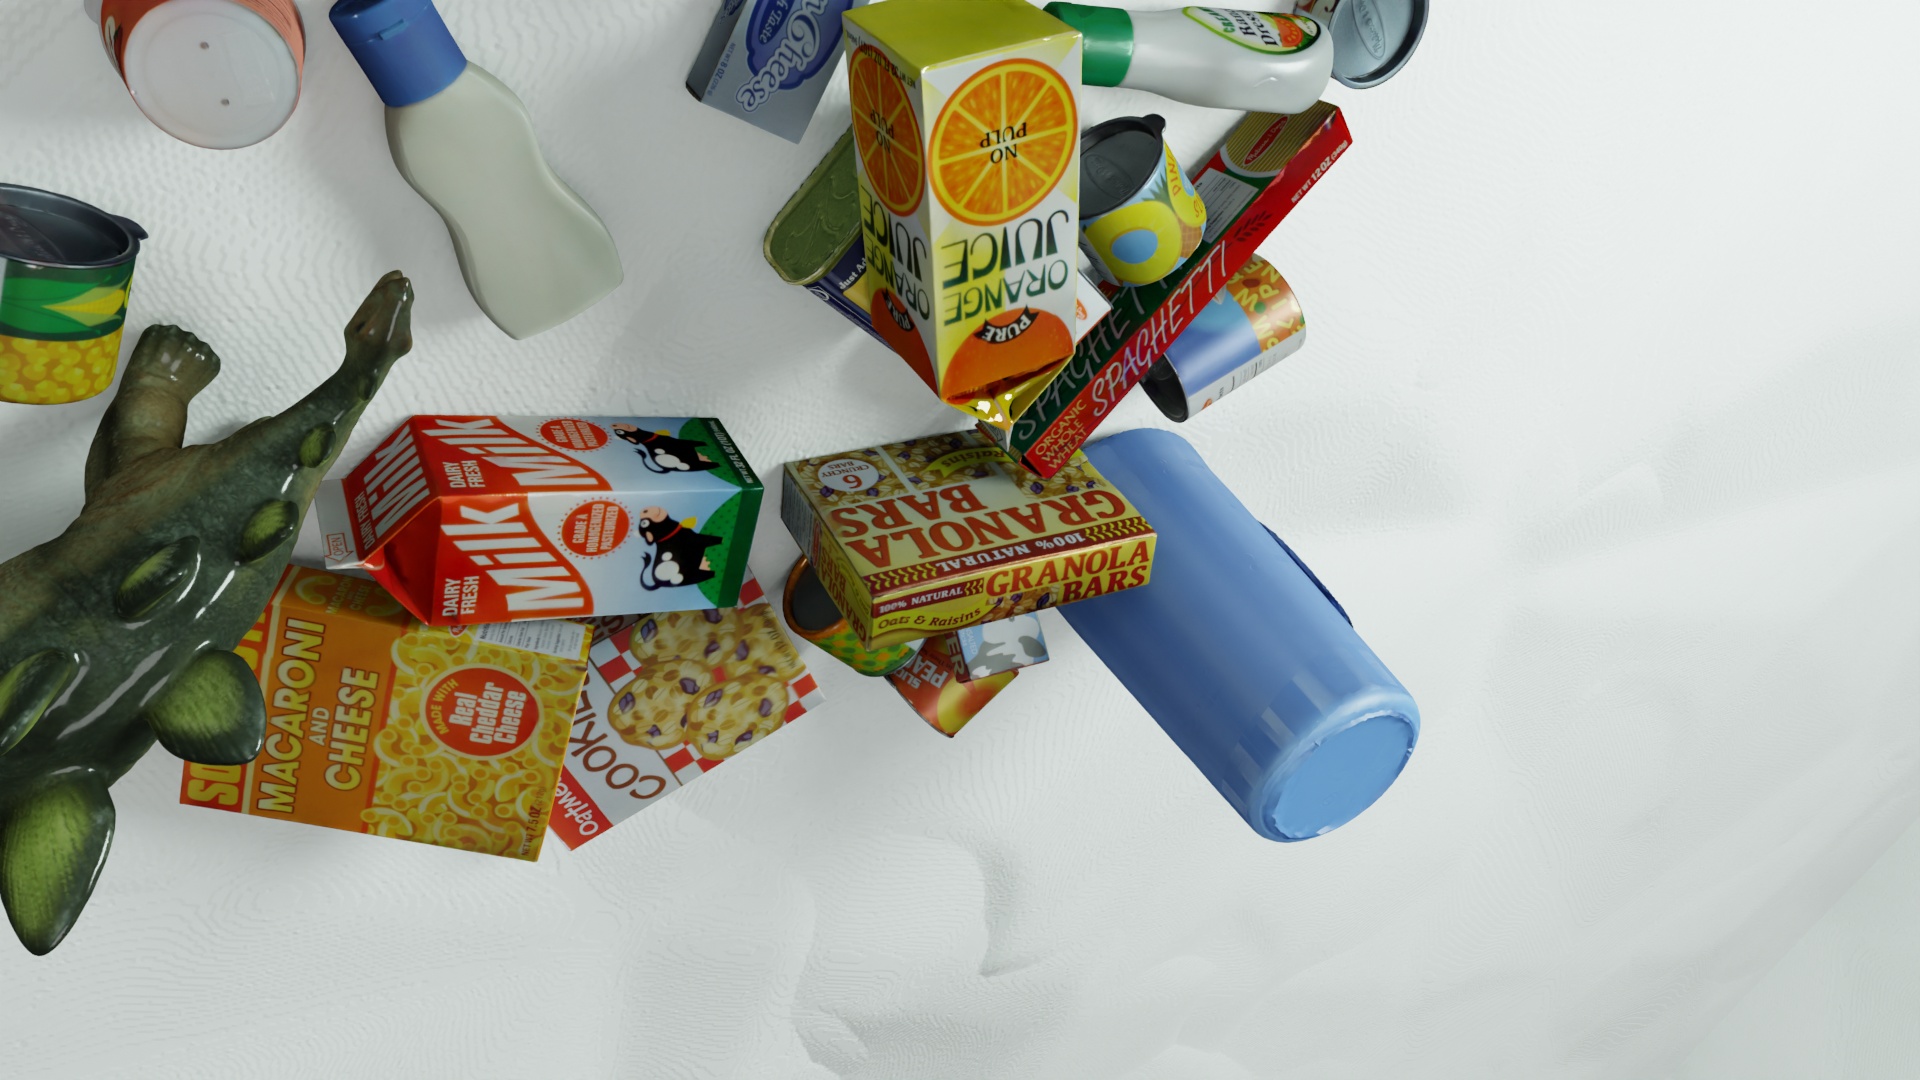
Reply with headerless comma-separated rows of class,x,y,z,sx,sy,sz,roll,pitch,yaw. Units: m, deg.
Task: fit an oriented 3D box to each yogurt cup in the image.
yogurt cup,-0.270,-0.176,0.499,0.072,0.054,0.072,-17,131,-21

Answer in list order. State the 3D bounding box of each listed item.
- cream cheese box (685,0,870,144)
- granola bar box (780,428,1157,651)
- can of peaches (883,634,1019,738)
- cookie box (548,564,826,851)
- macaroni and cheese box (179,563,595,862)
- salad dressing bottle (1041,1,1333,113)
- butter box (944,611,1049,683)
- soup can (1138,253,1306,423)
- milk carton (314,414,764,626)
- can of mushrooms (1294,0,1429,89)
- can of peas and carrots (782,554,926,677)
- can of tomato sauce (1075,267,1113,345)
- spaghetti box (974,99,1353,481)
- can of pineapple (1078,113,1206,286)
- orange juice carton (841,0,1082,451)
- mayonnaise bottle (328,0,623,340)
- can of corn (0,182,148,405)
cream cheese box,-0.072,-0.230,0.600,0.053,0.024,0.103,14,115,-39
granola bar box,0.003,-0.009,0.745,0.166,0.124,0.038,-12,130,-24
can of peaches,-0.008,0.076,0.843,0.058,0.071,0.071,-44,134,4
cookie box,-0.174,0.083,0.765,0.168,0.040,0.122,-30,132,-9
macaroni and cheese box,-0.273,0.083,0.666,0.166,0.040,0.123,14,115,-15
salad dressing bottle,0.110,-0.239,0.683,0.148,0.064,0.043,-3,134,-21
butter box,0.012,0.027,0.804,0.053,0.103,0.024,-13,173,-23
soup can,0.142,-0.118,0.791,0.084,0.071,0.071,-32,134,-8
milk carton,-0.198,-0.011,0.655,0.191,0.072,0.073,-2,124,-30
can of mushrooms,0.213,-0.277,0.734,0.071,0.033,0.070,-16,130,-20
can of peas and carrots,-0.060,0.037,0.784,0.071,0.071,0.058,-45,134,7
can of tomato sauce,0.027,-0.114,0.722,0.083,0.071,0.071,-46,134,7
spaghetti box,0.107,-0.138,0.746,0.250,0.050,0.028,-48,134,0
can of pineapple,0.087,-0.173,0.711,0.071,0.071,0.057,-43,135,4
orange juice carton,0.003,-0.133,0.606,0.073,0.072,0.191,-21,134,-20
mayonnaise bottle,-0.198,-0.155,0.569,0.065,0.041,0.147,-32,133,-9
can of corn,-0.342,-0.091,0.512,0.071,0.071,0.058,8,119,-36
